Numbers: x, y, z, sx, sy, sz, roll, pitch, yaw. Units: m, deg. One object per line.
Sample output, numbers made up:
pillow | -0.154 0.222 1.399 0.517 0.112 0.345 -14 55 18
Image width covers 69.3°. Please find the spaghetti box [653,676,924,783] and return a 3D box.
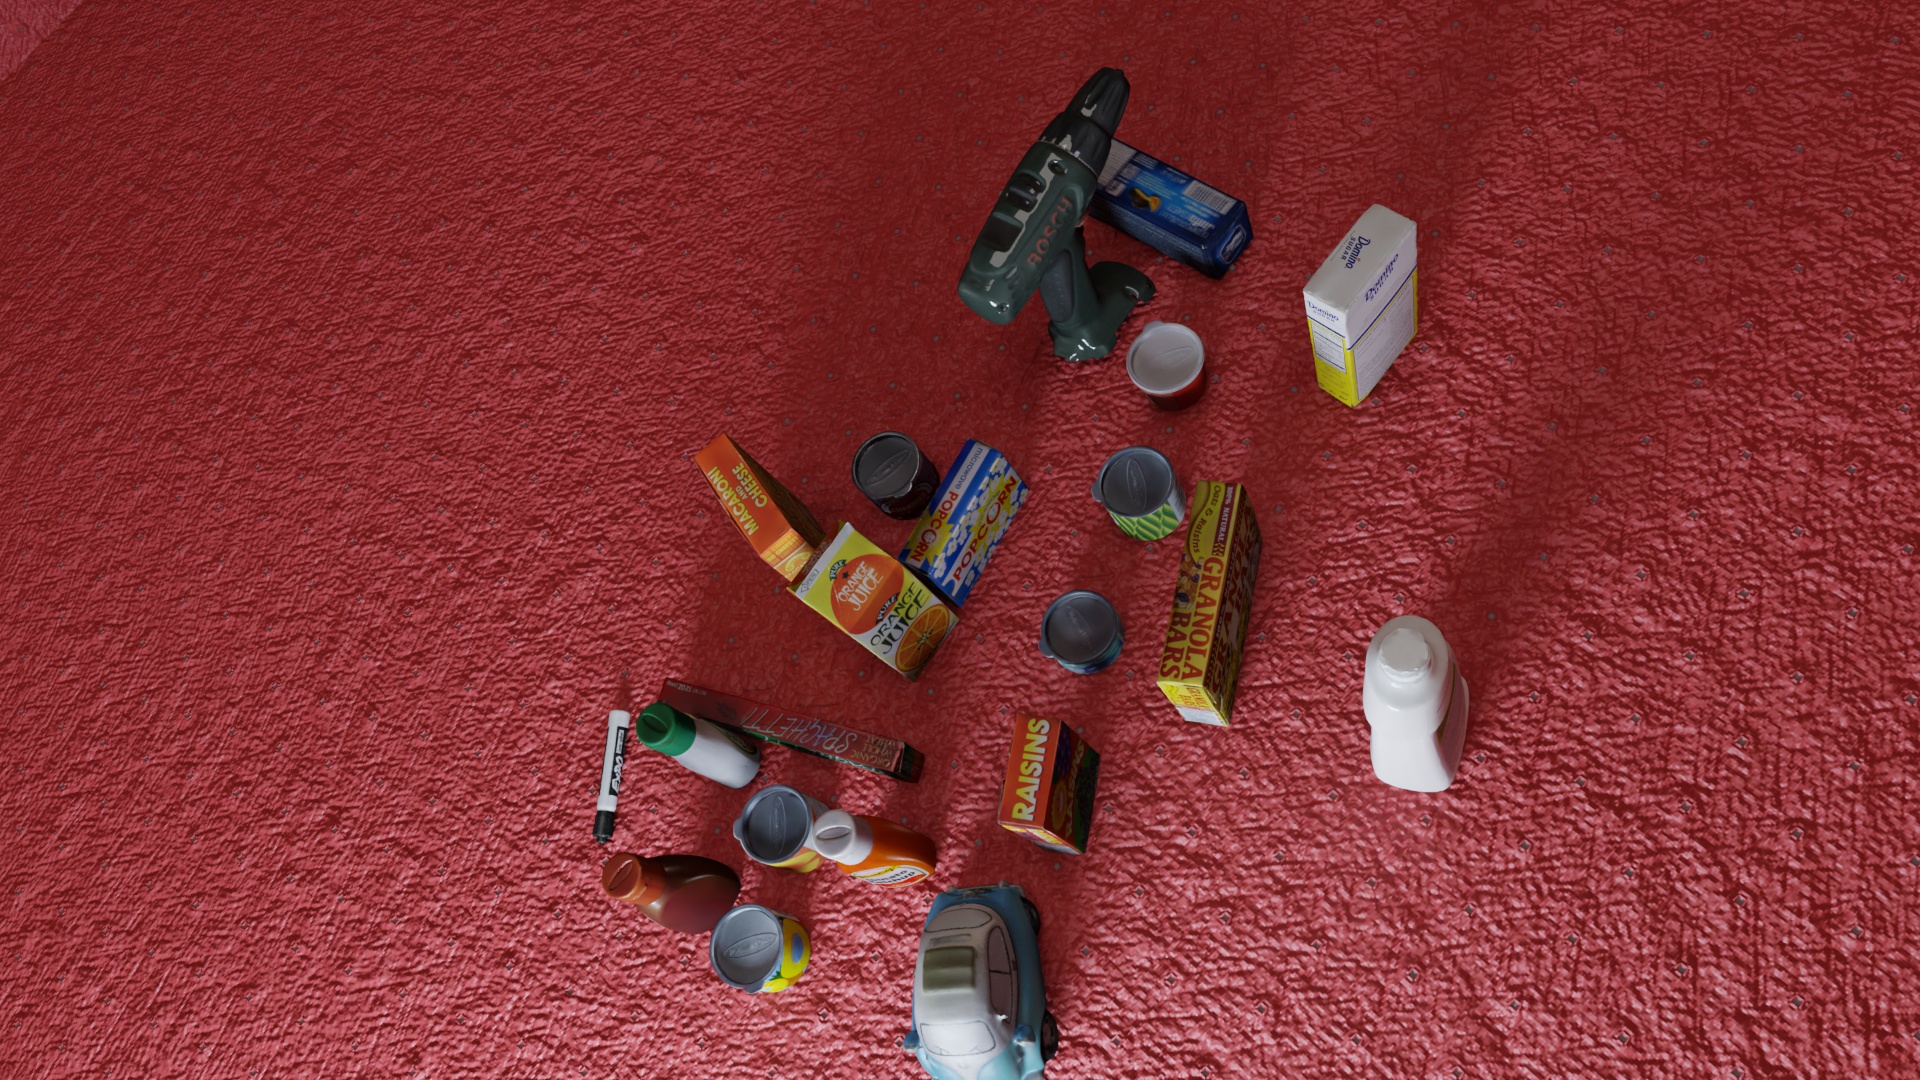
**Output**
spaghetti box | -0.151 0.165 1.215 0.250 0.050 0.029 11 73 24

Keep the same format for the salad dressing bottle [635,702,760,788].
salad dressing bottle | -0.222 0.174 1.182 0.064 0.147 0.044 28 81 27

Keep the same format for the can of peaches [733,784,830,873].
can of peaches | -0.147 0.245 1.176 0.071 0.058 0.071 -7 67 17

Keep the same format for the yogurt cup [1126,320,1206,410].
yogurt cup | 0.185 -0.149 1.222 0.072 0.054 0.072 -7 67 17

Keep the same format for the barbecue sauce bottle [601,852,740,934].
barbecue sauce bottle | -0.239 0.286 1.141 0.044 0.148 0.065 37 85 28

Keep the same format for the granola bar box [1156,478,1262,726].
granola bar box | 0.200 0.051 1.093 0.039 0.124 0.166 7 71 22

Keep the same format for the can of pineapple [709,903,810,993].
can of pineapple | -0.164 0.338 1.144 0.071 0.057 0.071 -7 67 17

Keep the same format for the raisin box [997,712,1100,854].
raisin box | 0.071 0.191 1.083 0.040 0.123 0.086 5 71 22

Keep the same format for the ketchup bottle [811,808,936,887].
ketchup bottle | -0.071 0.243 1.098 0.064 0.148 0.044 -15 65 14

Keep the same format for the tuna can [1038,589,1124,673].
tuna can | 0.101 0.079 1.170 0.071 0.032 0.071 -7 67 17

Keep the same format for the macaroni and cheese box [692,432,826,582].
macaroni and cheese box | -0.157 -0.010 1.223 0.040 0.166 0.124 -39 61 2

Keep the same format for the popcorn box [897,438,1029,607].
popcorn box | 0.004 -0.015 1.214 0.038 0.085 0.127 25 79 27

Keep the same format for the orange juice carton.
orange juice carton | -0.077 0.046 1.156 0.073 0.192 0.072 33 83 28

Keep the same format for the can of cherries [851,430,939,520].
can of cherries | -0.058 -0.056 1.268 0.071 0.058 0.072 -7 67 17

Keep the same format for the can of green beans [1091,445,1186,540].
can of green beans | 0.155 -0.040 1.185 0.071 0.057 0.071 -7 67 17
